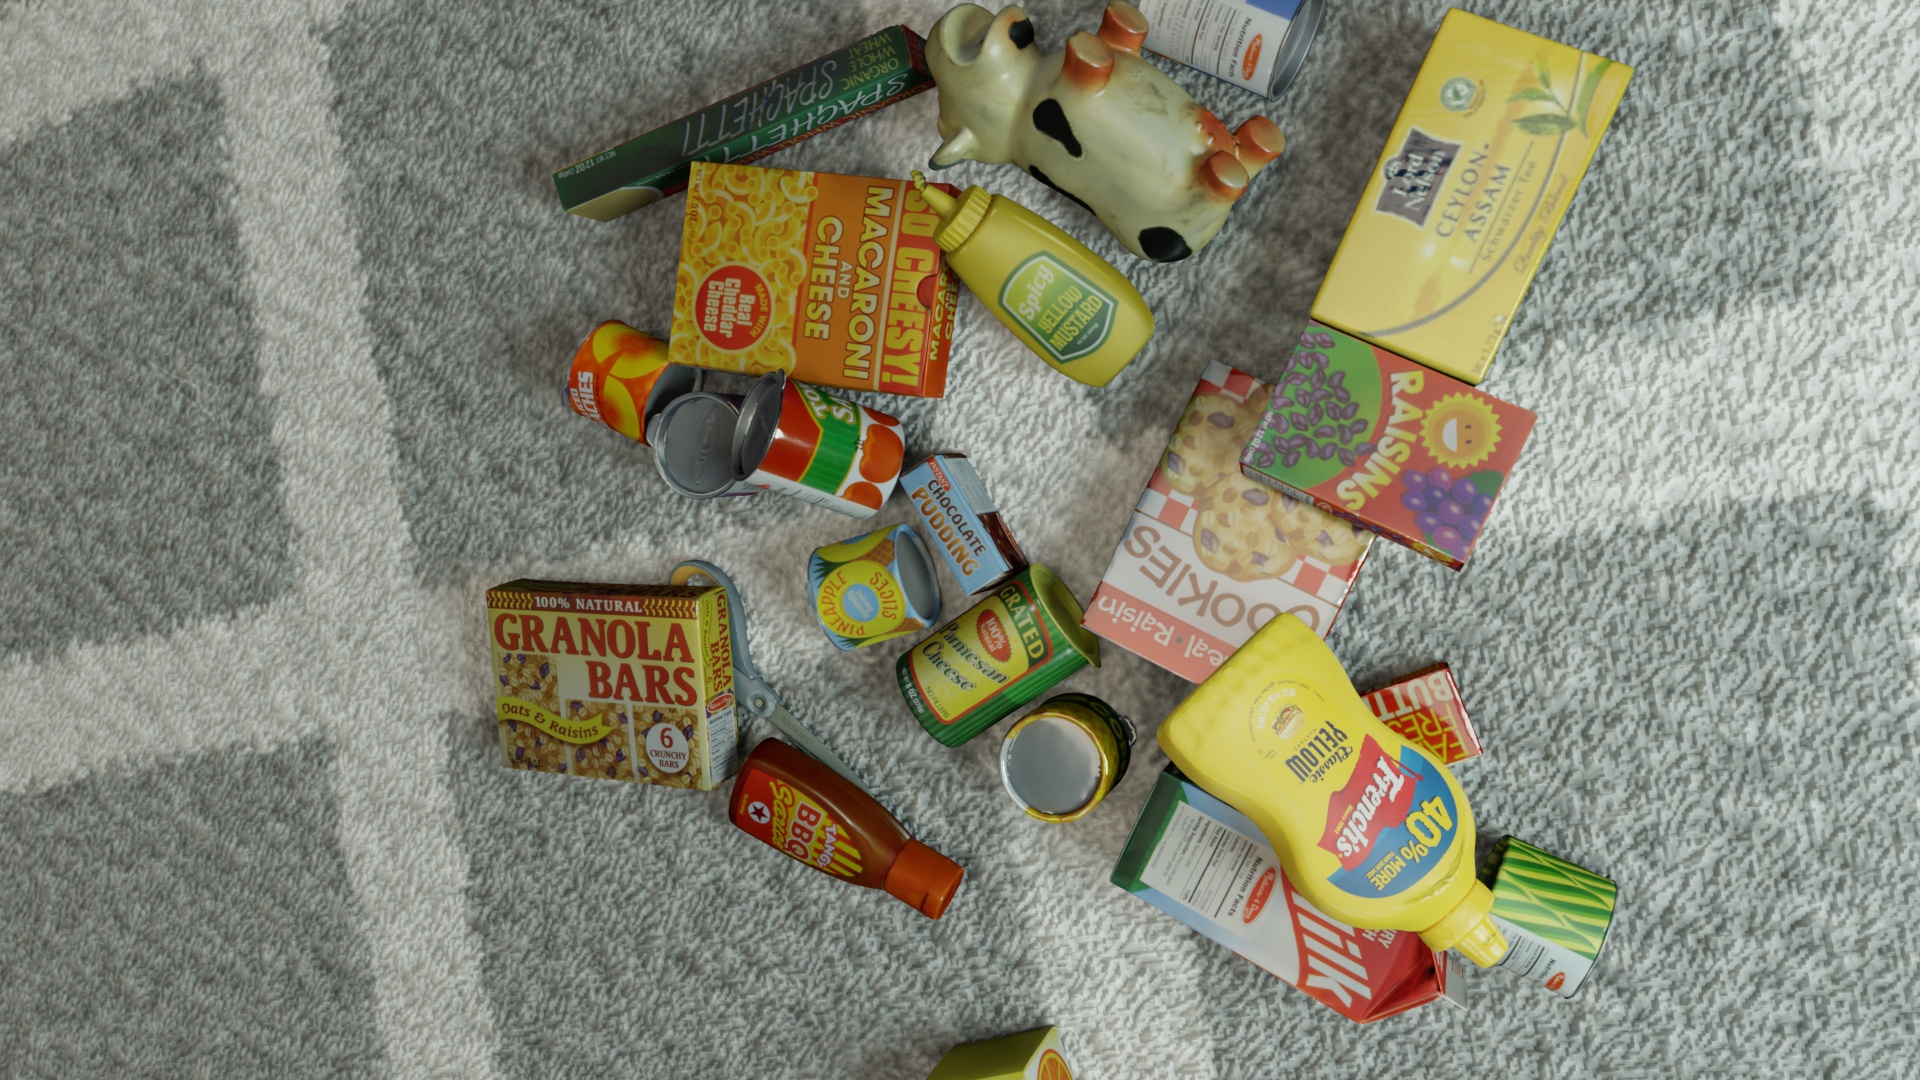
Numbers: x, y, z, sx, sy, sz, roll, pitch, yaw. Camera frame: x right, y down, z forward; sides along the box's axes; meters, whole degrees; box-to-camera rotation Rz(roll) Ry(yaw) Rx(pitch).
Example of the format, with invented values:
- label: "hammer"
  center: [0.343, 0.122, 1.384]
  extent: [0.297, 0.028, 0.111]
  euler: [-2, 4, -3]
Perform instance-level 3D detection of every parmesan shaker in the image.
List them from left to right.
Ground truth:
- label: "parmesan shaker"
  center: [0.022, 0.071, 0.812]
  extent: [0.103, 0.071, 0.071]
  euler: [-35, 82, 16]

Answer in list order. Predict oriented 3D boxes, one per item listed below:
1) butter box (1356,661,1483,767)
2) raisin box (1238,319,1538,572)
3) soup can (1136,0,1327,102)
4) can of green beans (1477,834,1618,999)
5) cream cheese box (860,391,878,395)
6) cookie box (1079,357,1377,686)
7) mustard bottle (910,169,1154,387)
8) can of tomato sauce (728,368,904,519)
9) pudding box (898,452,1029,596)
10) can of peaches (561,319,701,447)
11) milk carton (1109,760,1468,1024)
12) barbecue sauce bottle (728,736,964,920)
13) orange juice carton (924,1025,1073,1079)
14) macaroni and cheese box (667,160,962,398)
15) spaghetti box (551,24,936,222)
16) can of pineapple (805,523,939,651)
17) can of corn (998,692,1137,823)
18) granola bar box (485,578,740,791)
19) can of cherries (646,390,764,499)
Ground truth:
- label: "butter box"
  center: [0.229, 0.109, 0.768]
  extent: [0.103, 0.024, 0.053]
  euler: [-23, 86, 18]
- label: "raisin box"
  center: [0.218, -0.049, 0.716]
  extent: [0.123, 0.040, 0.086]
  euler: [26, 89, 16]
- label: "soup can"
  center: [0.148, -0.287, 0.758]
  extent: [0.084, 0.071, 0.071]
  euler: [28, 101, 16]
- label: "can of green beans"
  center: [0.301, 0.195, 0.726]
  extent: [0.058, 0.071, 0.071]
  euler: [24, 100, 16]
- label: "cream cheese box"
  center: [-0.066, -0.145, 0.854]
  extent: [0.053, 0.024, 0.104]
  euler: [-38, 81, 17]
- label: "cookie box"
  center: [0.158, 0.002, 0.769]
  extent: [0.123, 0.040, 0.167]
  euler: [27, 92, 15]
- label: "mustard bottle"
  center: [0.033, -0.152, 0.775]
  extent: [0.160, 0.049, 0.065]
  euler: [35, 112, -17]
- label: "can of tomato sauce"
  center: [-0.083, -0.056, 0.815]
  extent: [0.071, 0.083, 0.071]
  euler: [-36, 45, 46]
- label: "pudding box"
  center: [0.003, -0.010, 0.824]
  extent: [0.030, 0.050, 0.084]
  euler: [-33, 82, 19]
- label: "can of peaches"
  center: [-0.207, -0.097, 0.879]
  extent: [0.058, 0.071, 0.071]
  euler: [24, 100, 15]
- label: "milk carton"
  center: [0.187, 0.195, 0.761]
  extent: [0.191, 0.072, 0.073]
  euler: [27, 101, 16]
- label: "barbecue sauce bottle"
  center: [-0.070, 0.182, 0.858]
  extent: [0.149, 0.044, 0.064]
  euler: [27, 121, 14]
- label: "orange juice carton"
  center: [0.044, 0.396, 0.816]
  extent: [0.071, 0.073, 0.192]
  euler: [-18, 87, 18]
- label: "macaroni and cheese box"
  center: [-0.086, -0.154, 0.825]
  extent: [0.166, 0.040, 0.123]
  euler: [9, 95, 17]
- label: "spaghetti box"
  center: [-0.135, -0.255, 0.859]
  extent: [0.250, 0.050, 0.028]
  euler: [-17, 89, 18]
- label: "can of pineapple"
  center: [-0.052, 0.028, 0.834]
  extent: [0.058, 0.071, 0.071]
  euler: [-17, 87, 18]
- label: "can of corn"
  center: [0.063, 0.125, 0.806]
  extent: [0.071, 0.058, 0.071]
  euler: [1, 93, 18]
- label: "granola bar box"
  center: [-0.224, 0.090, 0.897]
  extent: [0.165, 0.039, 0.124]
  euler: [1, 100, 24]
- label: "can of cherries"
  center: [-0.151, -0.061, 0.869]
  extent: [0.071, 0.058, 0.071]
  euler: [1, 94, 19]
